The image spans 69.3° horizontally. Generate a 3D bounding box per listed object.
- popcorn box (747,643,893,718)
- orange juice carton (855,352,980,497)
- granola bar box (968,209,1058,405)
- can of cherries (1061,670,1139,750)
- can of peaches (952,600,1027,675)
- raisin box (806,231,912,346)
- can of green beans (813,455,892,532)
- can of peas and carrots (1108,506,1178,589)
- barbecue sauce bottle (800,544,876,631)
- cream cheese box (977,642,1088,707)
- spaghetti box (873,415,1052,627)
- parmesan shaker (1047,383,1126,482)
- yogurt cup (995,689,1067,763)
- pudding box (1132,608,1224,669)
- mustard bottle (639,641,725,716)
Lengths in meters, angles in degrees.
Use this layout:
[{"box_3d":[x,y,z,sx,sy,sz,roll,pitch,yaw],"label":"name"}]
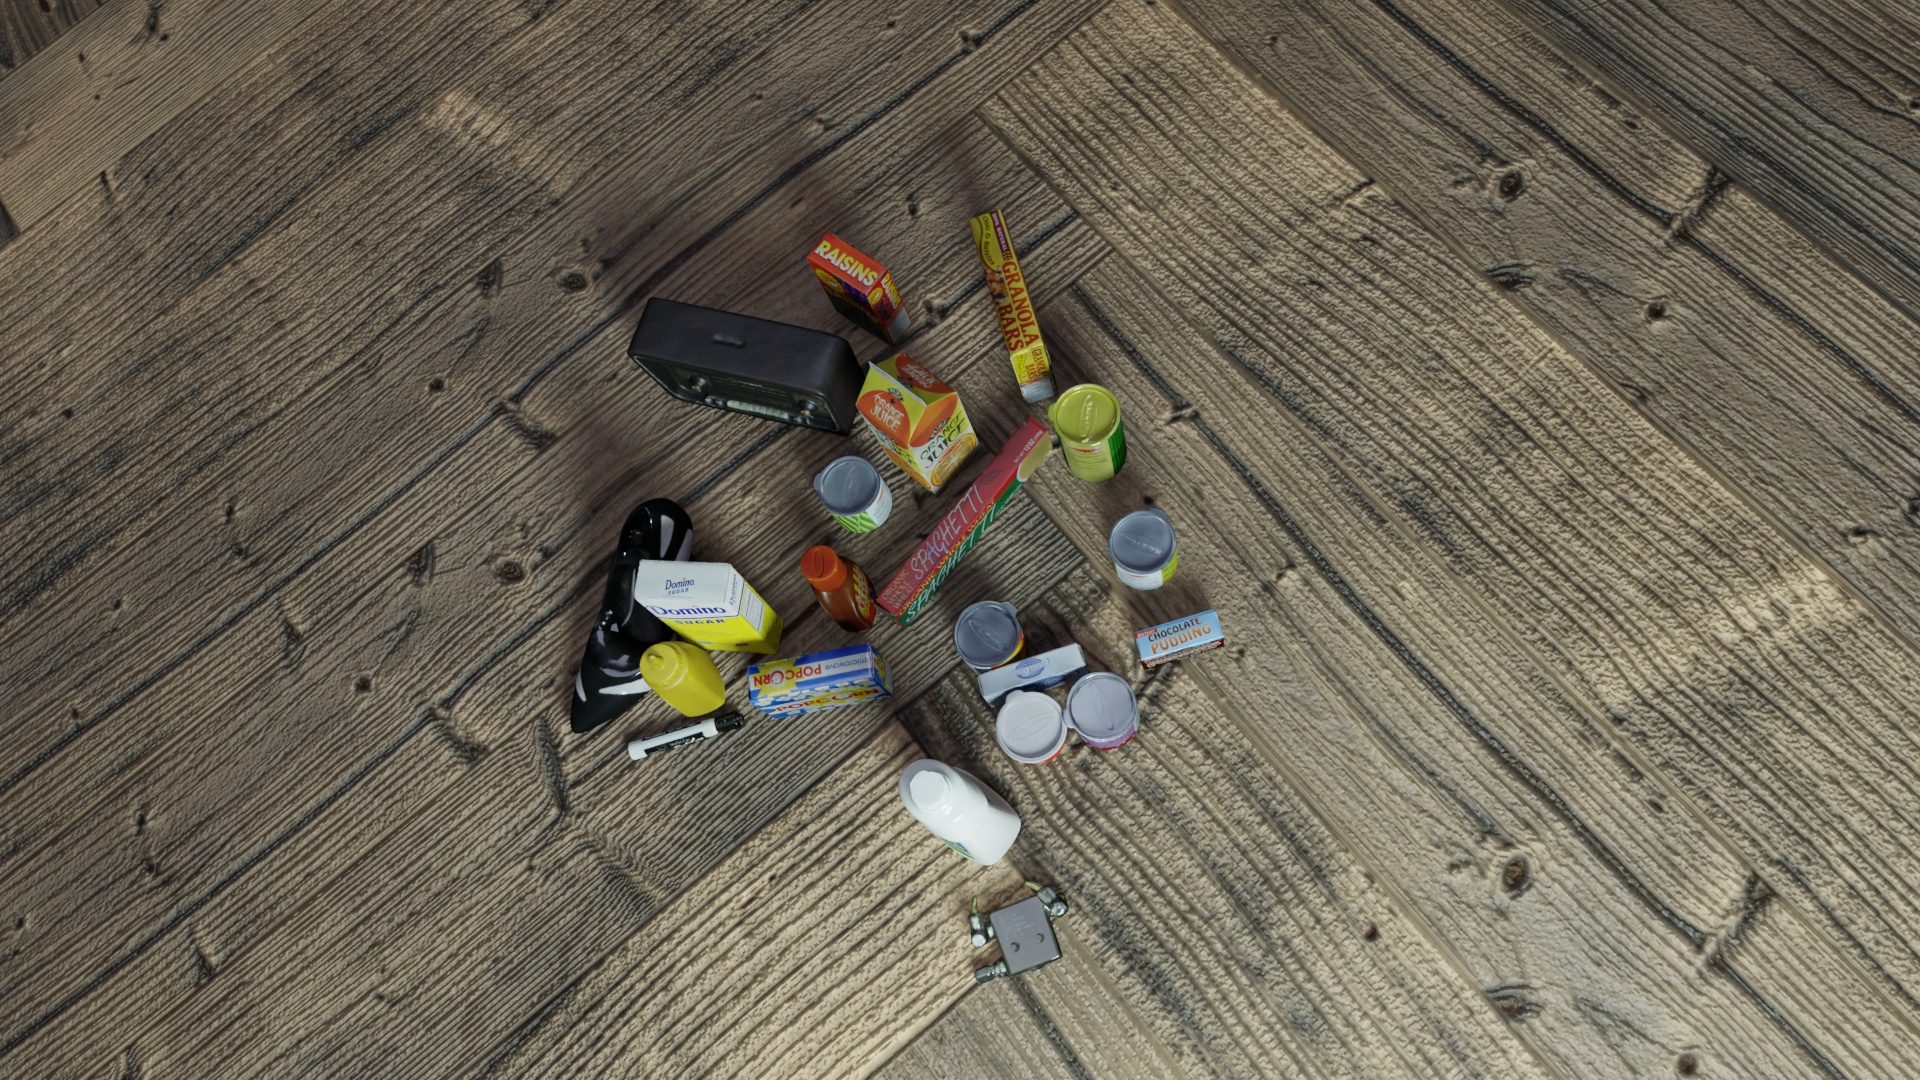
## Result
[{"box_3d":[-0.137,0.139,1.368,0.127,0.085,0.038,-11,70,7],"label":"popcorn box"},{"box_3d":[-0.043,-0.120,1.381,0.072,0.192,0.073,39,83,19],"label":"orange juice carton"},{"box_3d":[0.056,-0.241,1.440,0.039,0.124,0.166,-17,70,5],"label":"granola bar box"},{"box_3d":[0.134,0.163,1.324,0.071,0.058,0.071,-3,71,10],"label":"can of cherries"},{"box_3d":[0.032,0.097,1.366,0.071,0.058,0.071,-3,71,10],"label":"can of peaches"},{"box_3d":[-0.106,-0.267,1.479,0.086,0.123,0.040,35,82,19],"label":"raisin box"},{"box_3d":[-0.109,-0.047,1.441,0.071,0.057,0.071,-3,71,10],"label":"can of green beans"},{"box_3d":[0.182,0.008,1.368,0.071,0.058,0.071,-3,71,10],"label":"can of peas and carrots"},{"box_3d":[-0.120,0.043,1.364,0.043,0.148,0.065,-8,71,8],"label":"barbecue sauce bottle"},{"box_3d":[0.072,0.131,1.349,0.104,0.053,0.024,-19,70,4],"label":"cream cheese box"},{"box_3d":[0.005,-0.018,1.414,0.029,0.050,0.250,37,81,19],"label":"spaghetti box"},{"box_3d":[0.128,-0.107,1.392,0.071,0.103,0.071,-3,72,10],"label":"parmesan shaker"},{"box_3d":[0.071,0.183,1.332,0.072,0.054,0.072,-3,71,10],"label":"yogurt cup"},{"box_3d":[0.211,0.095,1.337,0.084,0.049,0.030,-17,70,5],"label":"pudding box"},{"box_3d":[-0.277,0.129,1.358,0.049,0.160,0.065,-23,69,3],"label":"mustard bottle"}]
